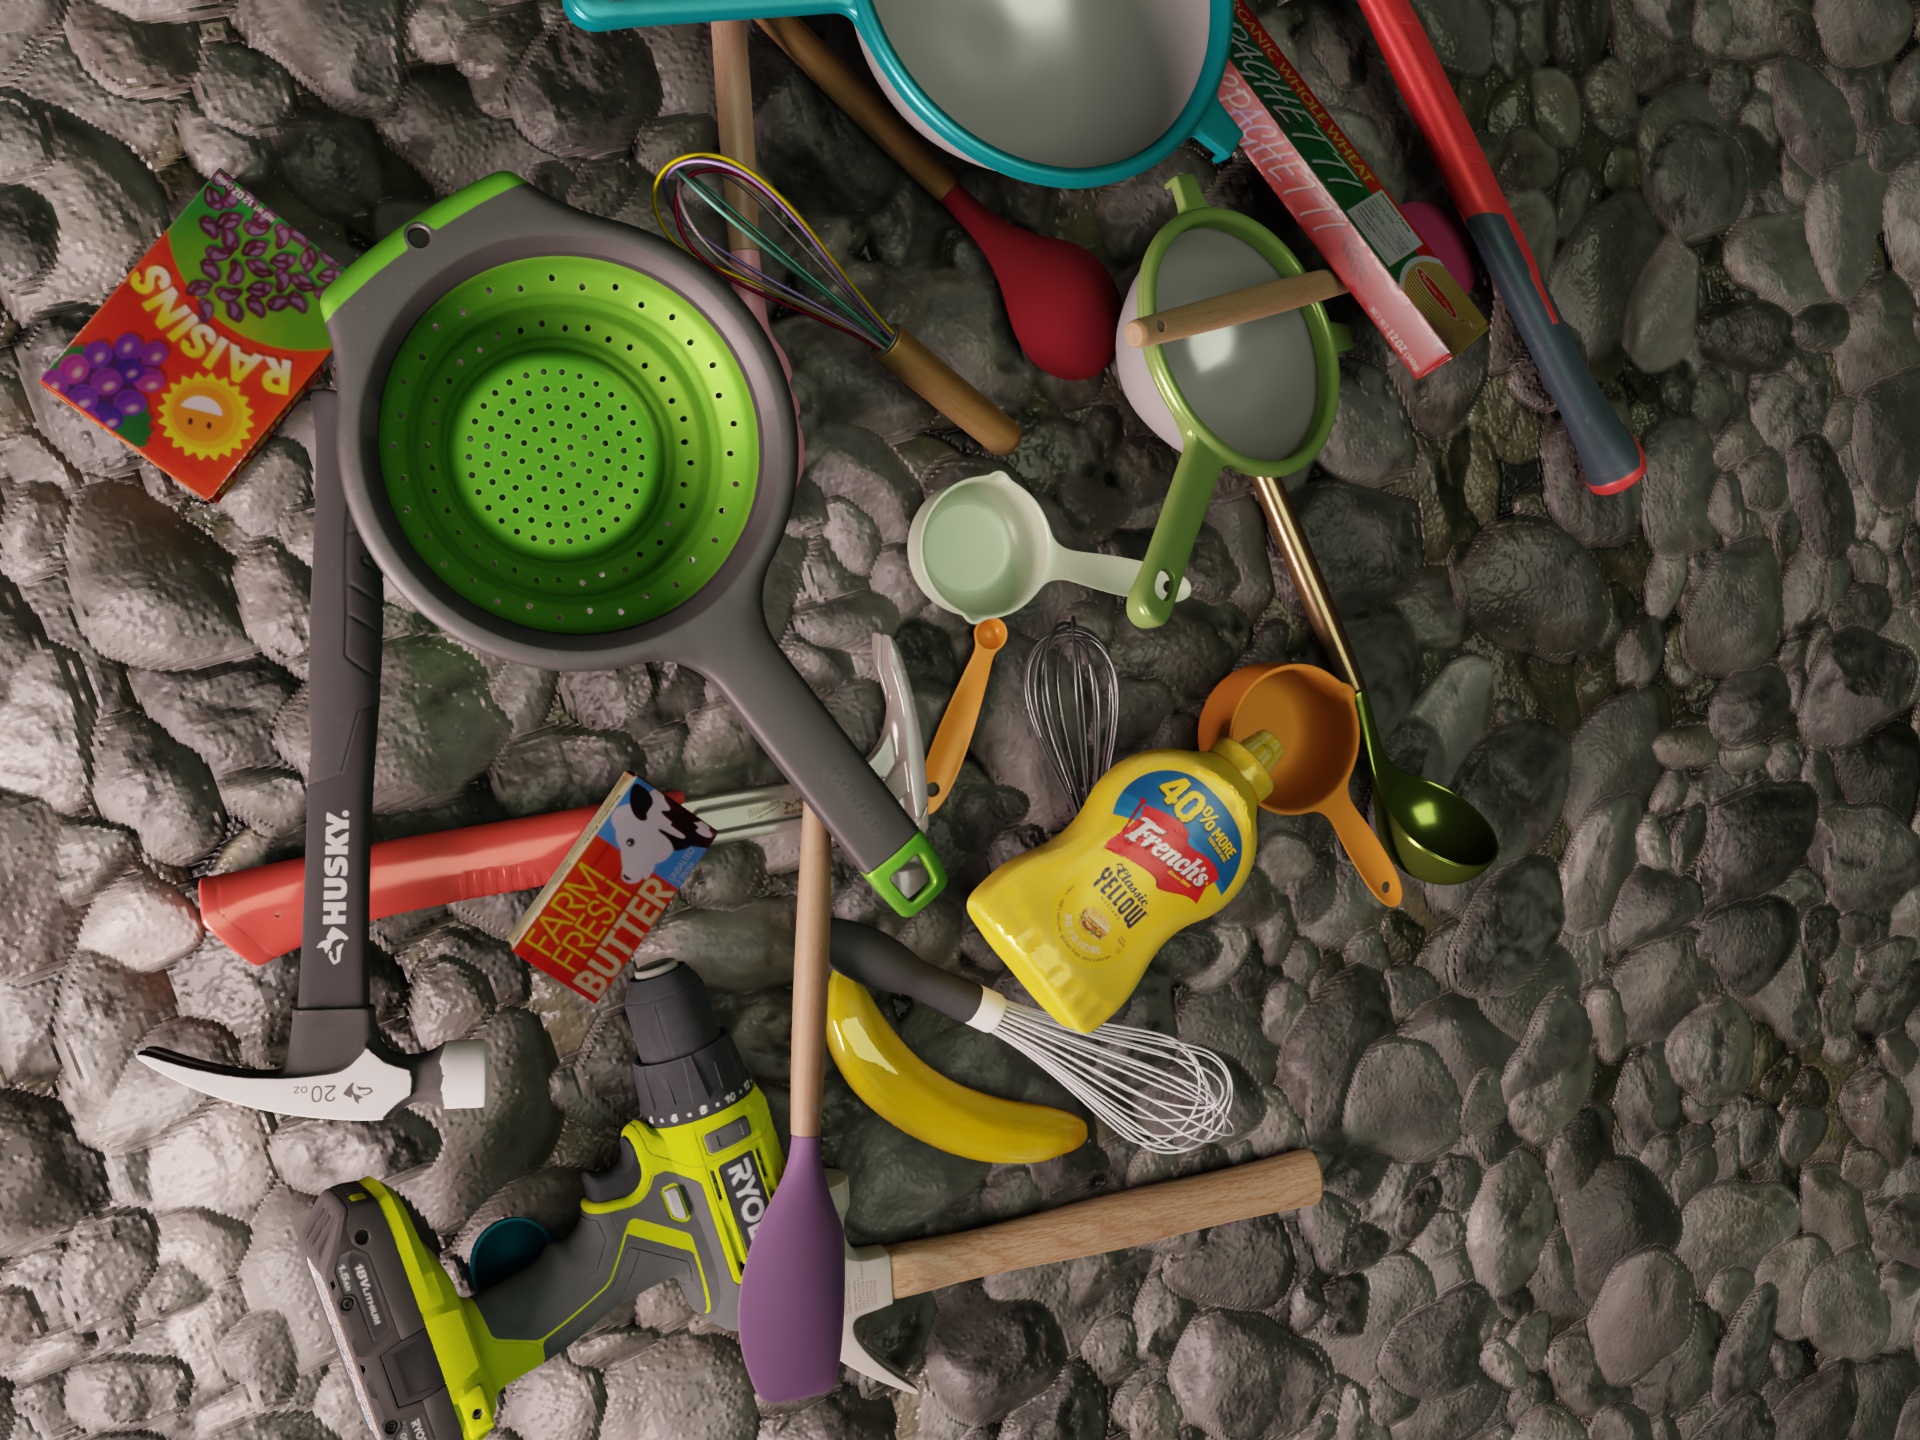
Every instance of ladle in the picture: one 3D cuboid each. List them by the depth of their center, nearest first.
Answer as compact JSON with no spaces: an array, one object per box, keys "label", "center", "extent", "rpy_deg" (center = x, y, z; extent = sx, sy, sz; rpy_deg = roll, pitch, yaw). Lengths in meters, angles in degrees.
[{"label":"ladle","center":[-0.025,-0.298,0.838],"extent":[0.315,0.031,0.069],"rpy_deg":[41,79,-18]},{"label":"ladle","center":[0.236,-0.045,0.947],"extent":[0.078,0.062,0.320],"rpy_deg":[-39,107,-52]}]

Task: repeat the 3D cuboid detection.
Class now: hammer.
[{"label":"hammer","center":[-0.290,0.013,0.732],"extent":[0.146,0.035,0.335],"rpy_deg":[1,84,-18]},{"label":"hammer","center":[-0.188,0.052,0.804],"extent":[0.359,0.037,0.149],"rpy_deg":[-9,98,-20]},{"label":"hammer","center":[0.065,0.300,0.927],"extent":[0.331,0.031,0.130],"rpy_deg":[-6,97,-21]},{"label":"hammer","center":[0.307,-0.289,0.935],"extent":[0.386,0.038,0.143],"rpy_deg":[55,47,-20]}]

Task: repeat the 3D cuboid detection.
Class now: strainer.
[{"label":"strainer","center":[-0.031,-0.350,0.788],"extent":[0.340,0.095,0.211],"rpy_deg":[-13,93,-21]},{"label":"strainer","center":[0.119,-0.154,0.858],"extent":[0.151,0.069,0.256],"rpy_deg":[34,63,-27]}]

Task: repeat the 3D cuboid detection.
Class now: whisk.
[{"label":"whisk","center":[-0.056,-0.202,0.802],"extent":[0.244,0.051,0.047],"rpy_deg":[32,94,-39]},{"label":"whisk","center":[0.040,0.172,0.880],"extent":[0.284,0.070,0.070],"rpy_deg":[28,85,-21]},{"label":"whisk","center":[0.075,0.058,0.900],"extent":[0.055,0.055,0.239],"rpy_deg":[-13,103,-19]}]

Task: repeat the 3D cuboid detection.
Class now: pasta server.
[{"label":"pasta server","center":[-0.112,-0.262,0.799],"extent":[0.060,0.040,0.316],"rpy_deg":[-6,97,-20]}]

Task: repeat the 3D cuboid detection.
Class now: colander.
[{"label":"colander","center":[-0.140,-0.065,0.778],"extent":[0.204,0.094,0.396],"rpy_deg":[-40,107,-13]}]

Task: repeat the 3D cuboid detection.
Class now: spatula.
[{"label":"spatula","center":[-0.080,0.185,0.809],"extent":[0.059,0.018,0.316],"rpy_deg":[5,85,-32]}]

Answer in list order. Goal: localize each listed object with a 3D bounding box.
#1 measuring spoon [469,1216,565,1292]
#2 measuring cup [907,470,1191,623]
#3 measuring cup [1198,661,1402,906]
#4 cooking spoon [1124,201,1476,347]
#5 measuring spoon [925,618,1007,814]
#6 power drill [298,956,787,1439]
[{"label":"measuring spoon","center":[-0.195,0.277,0.837],"extent":[0.128,0.021,0.042],"rpy_deg":[4,85,-30]},{"label":"measuring cup","center":[0.049,-0.087,0.881],"extent":[0.167,0.038,0.083],"rpy_deg":[9,92,-23]},{"label":"measuring cup","center":[0.206,0.041,0.946],"extent":[0.095,0.052,0.173],"rpy_deg":[-40,109,-13]},{"label":"cooking spoon","center":[0.200,-0.241,0.881],"extent":[0.319,0.017,0.068],"rpy_deg":[-24,100,-37]},{"label":"measuring spoon","center":[-0.001,-0.003,0.885],"extent":[0.021,0.011,0.117],"rpy_deg":[20,92,-21]},{"label":"power drill","center":[-0.194,0.240,0.784],"extent":[0.228,0.080,0.190],"rpy_deg":[-21,97,-31]}]
